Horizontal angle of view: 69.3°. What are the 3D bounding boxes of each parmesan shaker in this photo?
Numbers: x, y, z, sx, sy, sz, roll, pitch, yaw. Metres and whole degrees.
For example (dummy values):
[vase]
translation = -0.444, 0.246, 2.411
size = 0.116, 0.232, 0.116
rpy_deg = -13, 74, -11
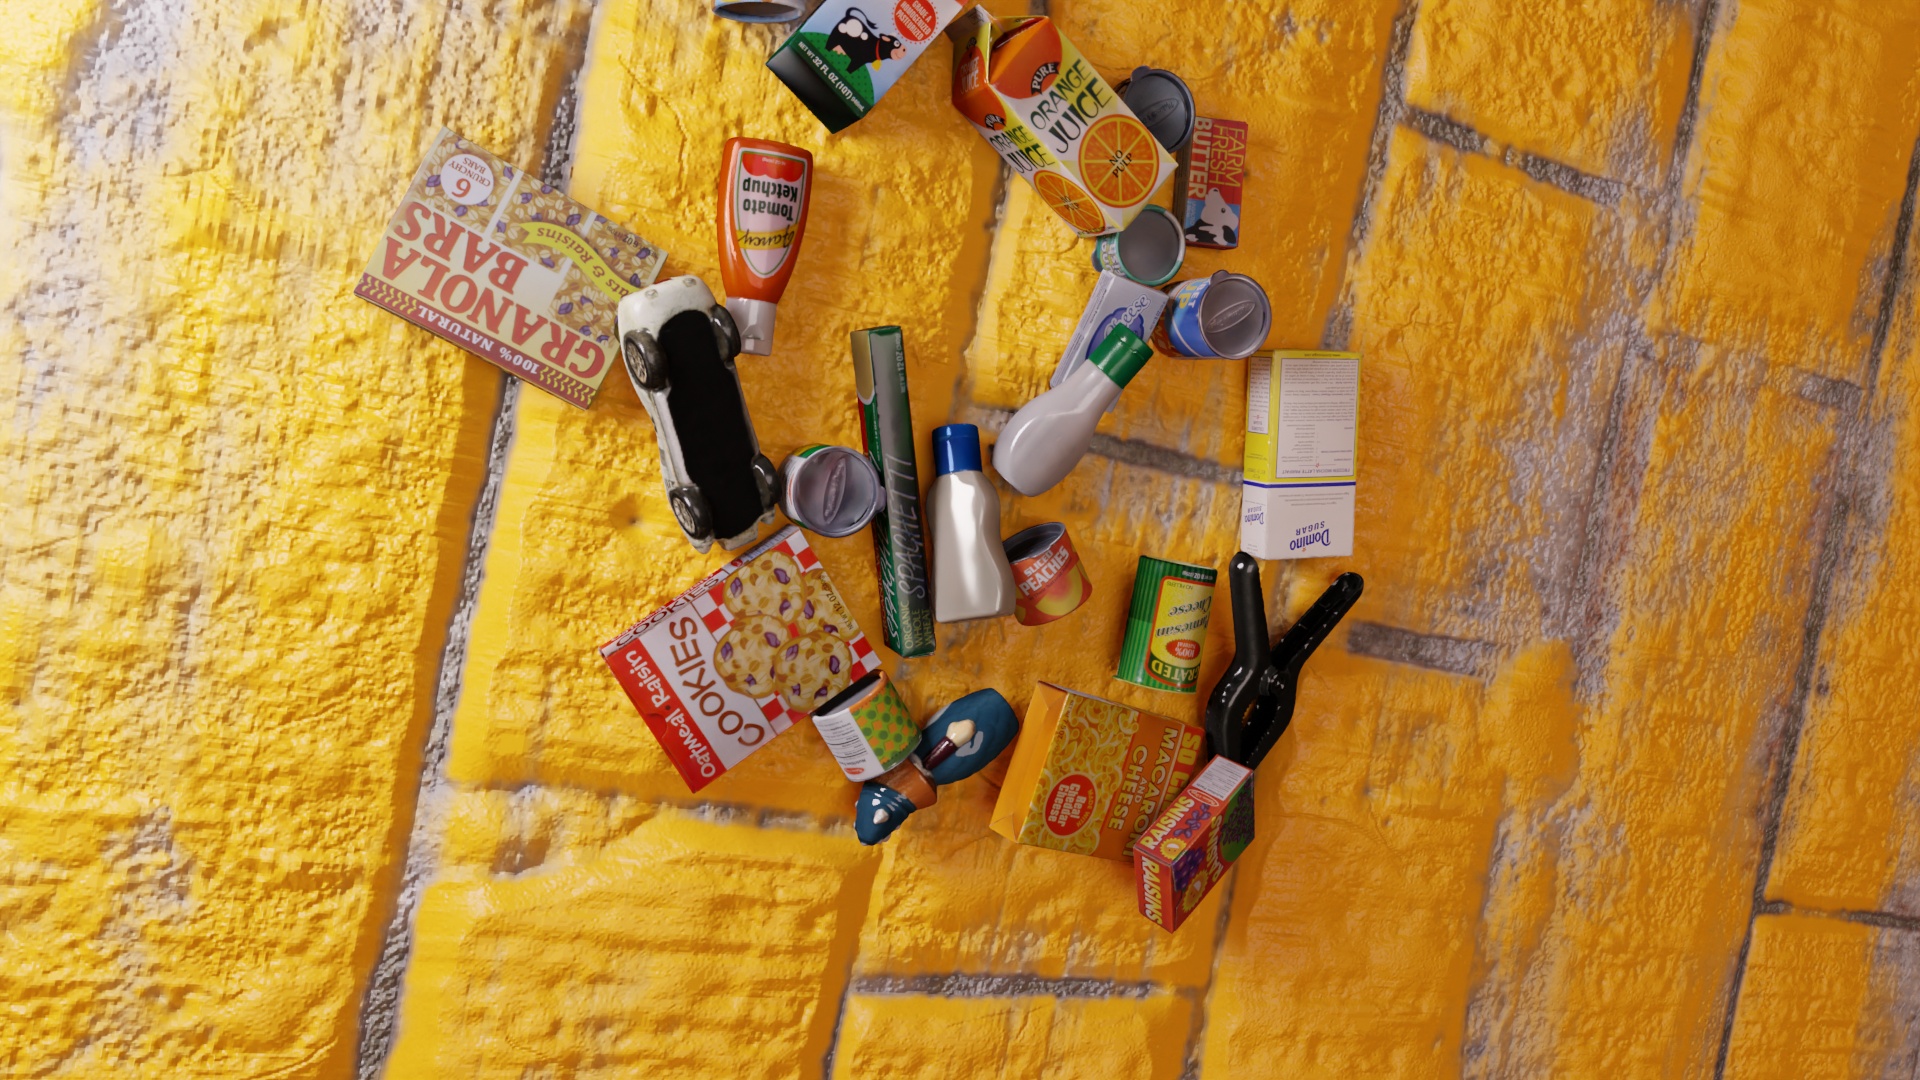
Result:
[parmesan shaker]
translation = 0.166, 0.067, 1.133
size = 0.071, 0.071, 0.103
rpy_deg = 9, 93, -23

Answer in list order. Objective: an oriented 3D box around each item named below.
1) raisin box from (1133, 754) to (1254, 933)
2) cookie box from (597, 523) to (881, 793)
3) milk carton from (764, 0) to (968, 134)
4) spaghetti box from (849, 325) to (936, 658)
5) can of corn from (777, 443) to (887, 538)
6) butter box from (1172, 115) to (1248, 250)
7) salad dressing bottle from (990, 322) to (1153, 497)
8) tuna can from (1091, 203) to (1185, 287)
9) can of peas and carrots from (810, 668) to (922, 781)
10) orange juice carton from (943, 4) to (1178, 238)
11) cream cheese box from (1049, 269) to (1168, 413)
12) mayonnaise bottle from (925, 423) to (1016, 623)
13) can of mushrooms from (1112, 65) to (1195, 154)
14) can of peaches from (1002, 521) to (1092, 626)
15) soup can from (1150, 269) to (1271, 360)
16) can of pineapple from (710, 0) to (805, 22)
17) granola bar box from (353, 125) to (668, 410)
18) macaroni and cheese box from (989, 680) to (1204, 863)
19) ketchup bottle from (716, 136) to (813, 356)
[raisin box]
translation = 0.195, 0.249, 1.145
size = 0.124, 0.040, 0.085
rpy_deg = -38, 136, -34
[cookie box]
translation = -0.160, 0.085, 1.018
size = 0.168, 0.040, 0.122
rpy_deg = -34, 107, -15
[milk carton]
translation = -0.045, -0.387, 0.992
size = 0.072, 0.073, 0.191
rpy_deg = 44, 79, -20
[spaghetti box]
translation = -0.050, -0.035, 1.043
size = 0.029, 0.050, 0.249
rpy_deg = -9, 100, -19
[can of corn]
translation = -0.096, -0.037, 1.020
size = 0.071, 0.058, 0.071
rpy_deg = -3, 97, -22
[butter box]
translation = 0.202, -0.290, 1.129
size = 0.053, 0.024, 0.103
rpy_deg = 2, 95, -21
[salad dressing bottle]
translation = 0.087, -0.101, 1.072
size = 0.064, 0.044, 0.147
rpy_deg = 37, 99, -33
[tuna can]
translation = 0.142, -0.233, 1.107
size = 0.071, 0.033, 0.071
rpy_deg = -3, 97, -22
[can of peas and carrots]
translation = -0.070, 0.137, 1.048
size = 0.071, 0.071, 0.058
rpy_deg = -33, 107, -15
[orange juice carton]
translation = 0.065, -0.321, 1.045
size = 0.192, 0.072, 0.073
rpy_deg = 42, 80, -21
[cream cheese box]
translation = 0.116, -0.156, 1.093
size = 0.053, 0.024, 0.103
rpy_deg = 18, 109, -22
[mayonnaise bottle]
translation = 0.004, -0.013, 1.054
size = 0.041, 0.064, 0.148
rpy_deg = 9, 73, -61
[can of mushrooms]
translation = 0.148, -0.338, 1.097
size = 0.071, 0.033, 0.071
rpy_deg = -3, 98, -21
[can of peaches]
translation = 0.063, 0.027, 1.085
size = 0.071, 0.071, 0.058
rpy_deg = -30, 108, -16
[soup can]
translation = 0.196, -0.179, 1.107
size = 0.071, 0.084, 0.071
rpy_deg = -3, 97, -22
[can of pineapple]
translation = -0.142, -0.393, 0.958
size = 0.071, 0.071, 0.057
rpy_deg = -4, 98, -21
[granola bar box]
translation = -0.299, -0.179, 0.932
size = 0.165, 0.039, 0.124
rpy_deg = 28, 86, -22
[macaroni and cheese box]
translation = 0.114, 0.191, 1.119
size = 0.166, 0.040, 0.123
rpy_deg = 19, 89, -37
[ketchup bottle]
translation = -0.144, -0.207, 0.989
size = 0.065, 0.043, 0.148
rpy_deg = 5, 95, -23
